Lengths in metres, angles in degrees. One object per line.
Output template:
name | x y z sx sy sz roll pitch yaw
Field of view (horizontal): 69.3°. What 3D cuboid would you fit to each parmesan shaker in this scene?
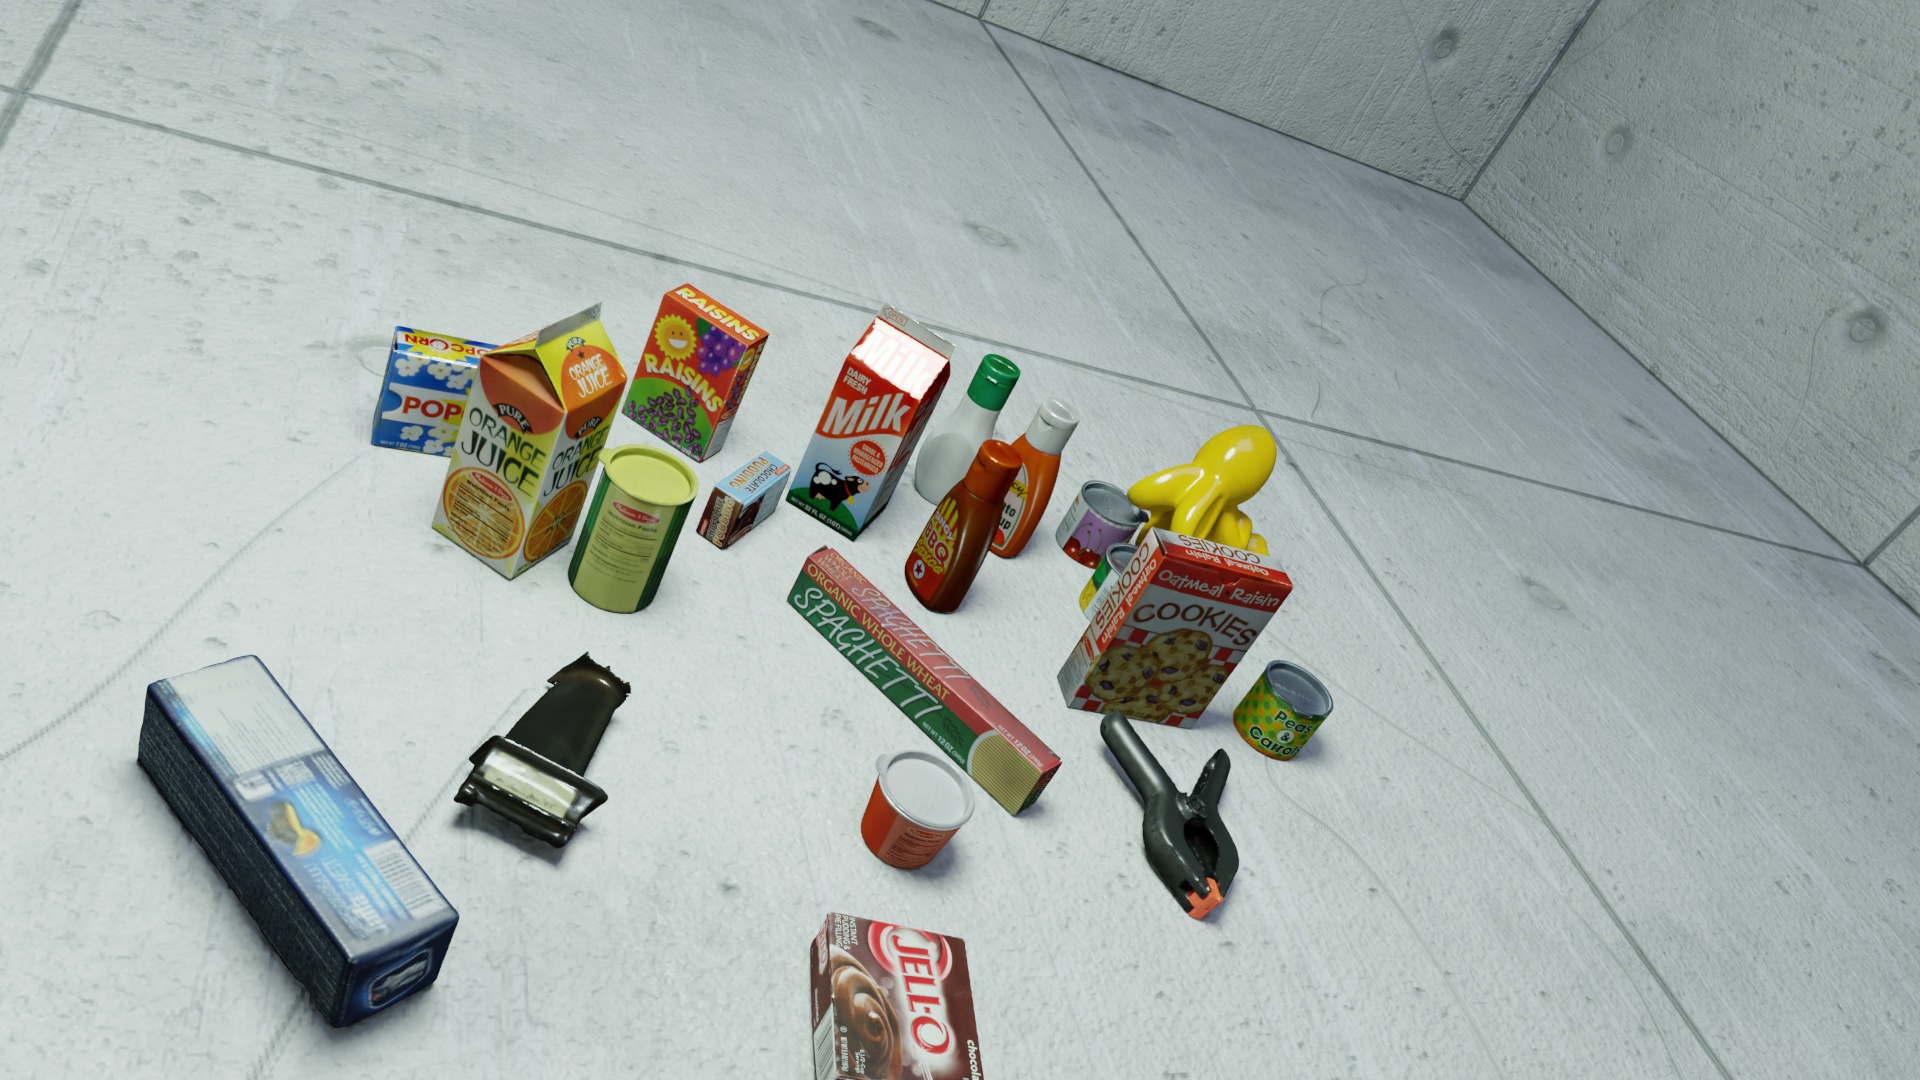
parmesan shaker | -0.235 -0.009 0.981 0.071 0.102 0.072 20 32 -13

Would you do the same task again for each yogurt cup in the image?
yogurt cup | -0.031 0.179 0.917 0.072 0.053 0.073 20 32 -13

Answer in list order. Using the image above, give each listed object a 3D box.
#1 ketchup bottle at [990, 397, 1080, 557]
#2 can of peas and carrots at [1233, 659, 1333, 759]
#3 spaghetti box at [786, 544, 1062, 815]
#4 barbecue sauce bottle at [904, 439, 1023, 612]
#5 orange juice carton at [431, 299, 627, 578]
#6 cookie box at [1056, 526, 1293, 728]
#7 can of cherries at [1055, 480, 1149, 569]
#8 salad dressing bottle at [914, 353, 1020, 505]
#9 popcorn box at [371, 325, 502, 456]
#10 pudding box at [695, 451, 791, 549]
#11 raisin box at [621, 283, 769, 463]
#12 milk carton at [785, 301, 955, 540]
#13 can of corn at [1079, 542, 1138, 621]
ketchup bottle | 0.058 -0.058 1.235 0.065 0.148 0.044 43 34 23
can of peas and carrots | 0.278 0.148 1.196 0.071 0.058 0.071 20 32 -13
spaghetti box | -0.032 0.100 1.032 0.250 0.050 0.029 41 34 20
barbecue sauce bottle | 0.004 -0.014 1.130 0.044 0.147 0.065 4 39 -34
orange juice carton | -0.290 -0.075 0.947 0.073 0.191 0.072 33 32 7
cookie box | 0.171 0.074 1.115 0.123 0.166 0.040 13 35 -24
can of cherries | 0.134 -0.013 1.314 0.071 0.058 0.072 20 32 -13
salad dressing bottle | 0.008 -0.099 1.255 0.064 0.147 0.044 32 31 5
popcorn box | -0.363 -0.104 1.033 0.127 0.084 0.038 9 37 -29
pudding box | -0.173 -0.033 1.114 0.030 0.049 0.084 33 32 7
raisin box | -0.221 -0.139 1.158 0.086 0.122 0.040 33 32 7
milk carton | -0.071 -0.102 1.158 0.072 0.189 0.074 32 31 5
can of corn | 0.148 0.044 1.244 0.071 0.058 0.071 20 32 -13
